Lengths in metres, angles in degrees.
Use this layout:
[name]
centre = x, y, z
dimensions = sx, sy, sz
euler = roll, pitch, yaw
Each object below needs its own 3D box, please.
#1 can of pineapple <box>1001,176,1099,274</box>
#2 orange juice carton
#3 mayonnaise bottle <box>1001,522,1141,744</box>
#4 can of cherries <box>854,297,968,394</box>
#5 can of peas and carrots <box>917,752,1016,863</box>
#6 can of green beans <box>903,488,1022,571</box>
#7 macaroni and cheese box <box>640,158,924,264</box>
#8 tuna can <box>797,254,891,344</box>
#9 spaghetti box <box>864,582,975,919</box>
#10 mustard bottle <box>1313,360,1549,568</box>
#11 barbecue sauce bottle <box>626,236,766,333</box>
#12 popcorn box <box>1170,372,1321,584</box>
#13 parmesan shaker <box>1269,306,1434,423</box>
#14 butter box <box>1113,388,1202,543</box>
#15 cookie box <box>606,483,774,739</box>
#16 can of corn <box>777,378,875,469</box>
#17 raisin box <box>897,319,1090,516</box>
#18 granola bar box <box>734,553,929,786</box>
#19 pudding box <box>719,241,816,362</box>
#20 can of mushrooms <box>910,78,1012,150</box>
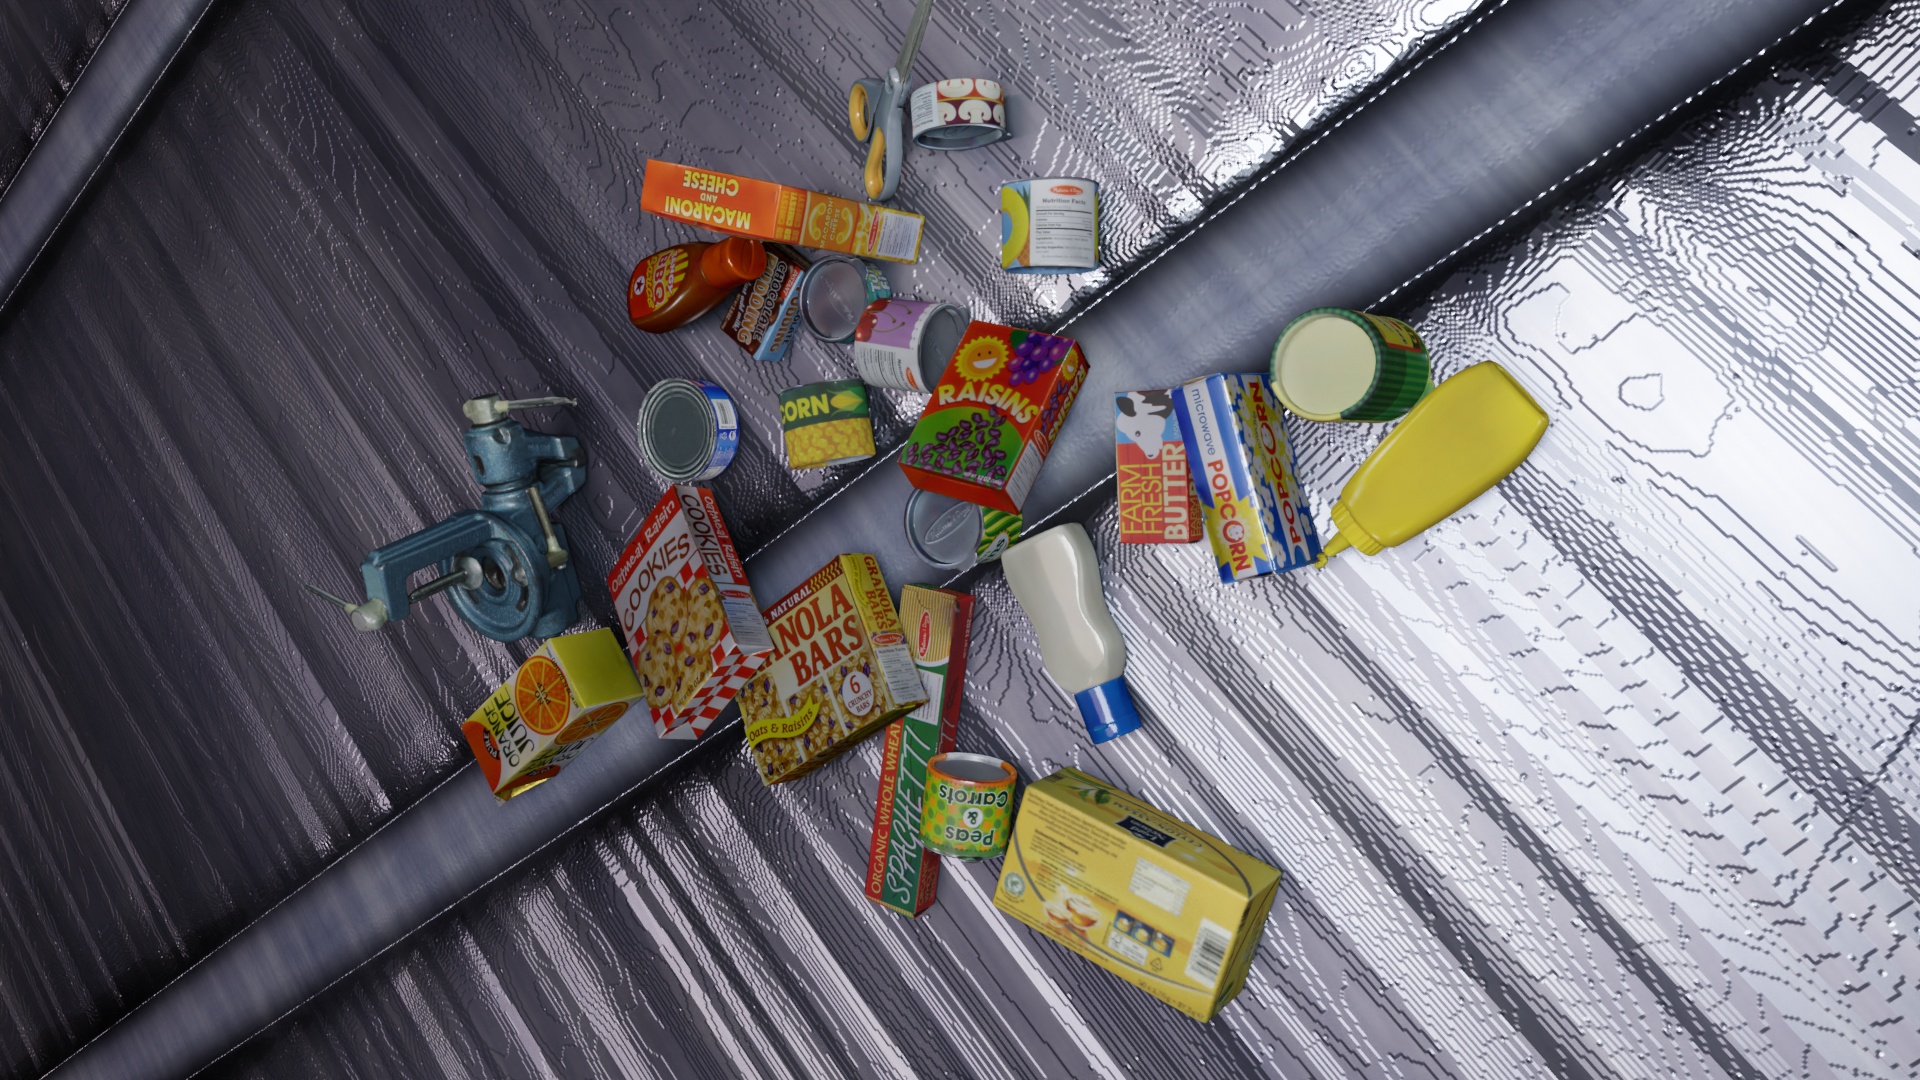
[can of pineapple]
centre = 0.060, -0.211, 0.938
dimensions = 0.071, 0.071, 0.057
euler = 3, 96, 32
[orange juice carton]
centre = -0.373, 0.160, 1.229
dimensions = 0.192, 0.073, 0.072
euler = -40, 74, 28
[mayonnaise bottle]
centre = 0.081, 0.065, 0.960
dimensions = 0.064, 0.041, 0.148
euler = -26, 81, 32
[can of cherries]
centre = -0.034, -0.142, 1.002
dimensions = 0.058, 0.071, 0.071
euler = 11, 100, 32
[can of peas and carrots]
centre = 0.005, 0.191, 0.998
dimensions = 0.071, 0.071, 0.058
euler = 12, 100, 31
[can of green beans]
centre = 0.003, -0.015, 0.991
dimensions = 0.071, 0.058, 0.071
euler = 3, 95, 32
[macaroni and cheese box]
centre = -0.123, -0.232, 0.989
dimensions = 0.124, 0.167, 0.040
euler = 18, 104, 30
[tuna can]
centre = -0.086, -0.183, 1.048
dimensions = 0.071, 0.033, 0.071
euler = 3, 96, 32
[spaghetti box]
centre = -0.032, 0.157, 1.043
dimensions = 0.050, 0.029, 0.249
euler = 13, 100, 31
[mustard bottle]
centre = 0.270, -0.037, 0.829
dimensions = 0.159, 0.049, 0.065
euler = -44, 73, 27
[barbecue sauce bottle]
centre = -0.208, -0.207, 1.093
dimensions = 0.148, 0.044, 0.065
euler = -7, 74, 48
[popcorn box]
centre = 0.179, -0.040, 0.864
dimensions = 0.038, 0.085, 0.126
euler = -17, 85, 33
[parmesan shaker]
centre = 0.232, -0.101, 0.815
dimensions = 0.071, 0.103, 0.071
euler = 3, 95, 32
[butter box]
centre = 0.132, -0.049, 0.928
dimensions = 0.053, 0.024, 0.103
euler = -1, 93, 33
[cookie box]
centre = -0.221, 0.056, 1.114
dimensions = 0.122, 0.040, 0.168
euler = -48, 52, 30
[can of corn]
centre = -0.102, -0.087, 1.043
dimensions = 0.071, 0.071, 0.058
euler = -10, 89, 32
[raisin box]
centre = 0.024, -0.086, 0.949
dimensions = 0.086, 0.040, 0.124
euler = 15, 68, 29
[granola bar box]
centre = -0.110, 0.100, 1.060
dimensions = 0.165, 0.039, 0.124
euler = -35, 68, 37
[pudding box]
centre = -0.148, -0.187, 1.088
dimensions = 0.050, 0.030, 0.083
euler = 41, 114, 22
[can of mushrooms]
centre = 0.001, -0.296, 0.969
dimensions = 0.071, 0.071, 0.033
euler = -4, 91, 32
